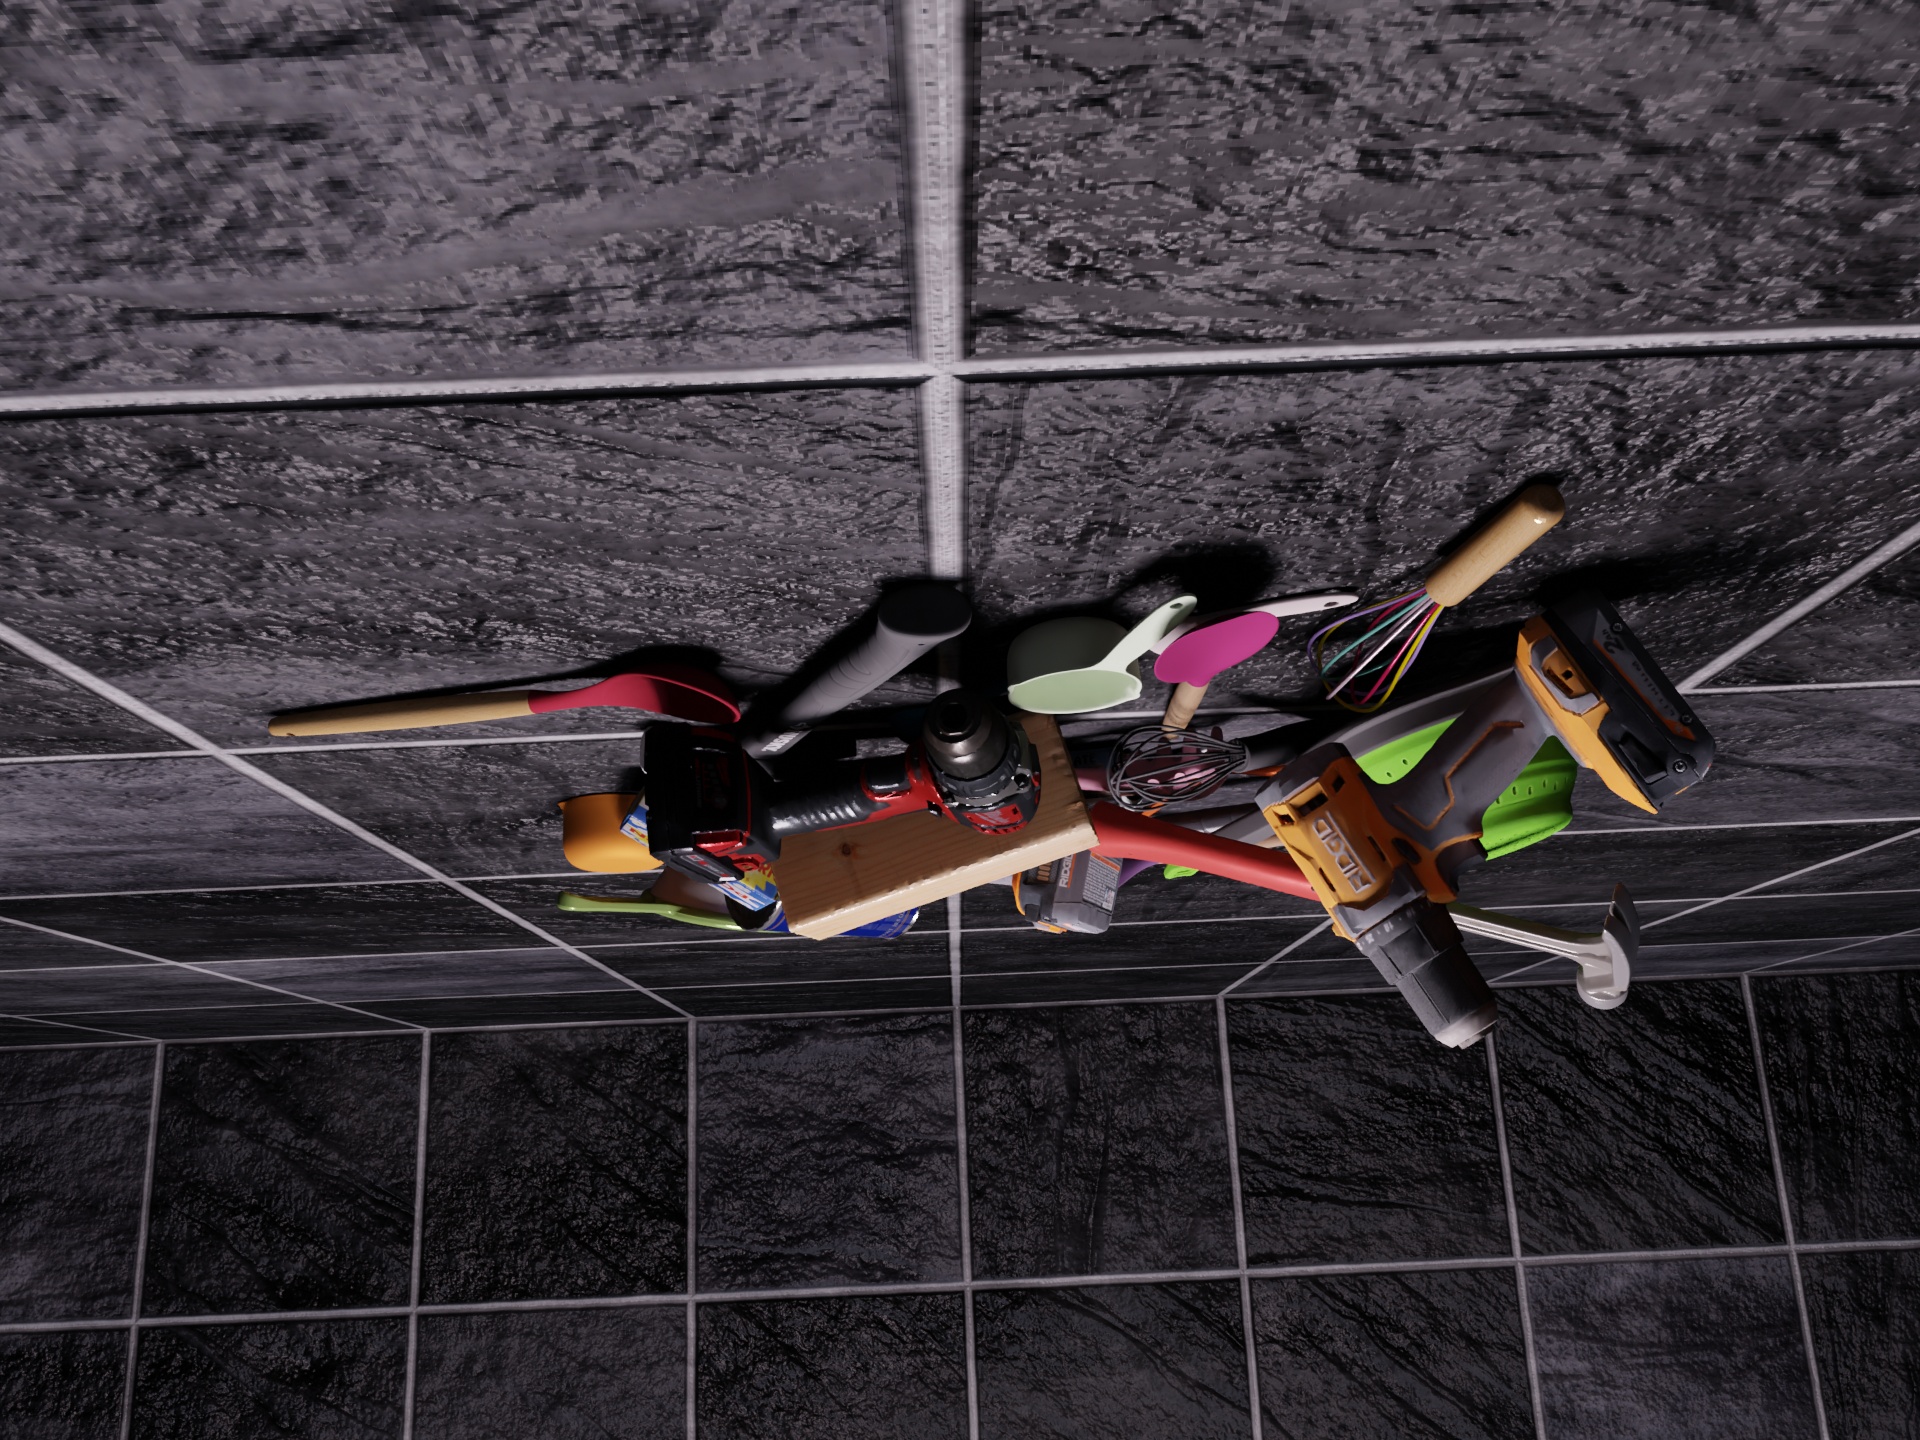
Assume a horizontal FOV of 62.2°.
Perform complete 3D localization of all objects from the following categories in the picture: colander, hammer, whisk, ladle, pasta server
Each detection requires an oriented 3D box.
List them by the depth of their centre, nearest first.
[{"bbox_3d":[0.248,-0.059,0.839,0.051,0.047,0.245,2,160,-12],"label":"whisk"},{"bbox_3d":[-0.079,-0.014,0.961,0.146,0.035,0.335,6,162,-26],"label":"hammer"},{"bbox_3d":[-0.282,-0.008,0.966,0.315,0.031,0.069,-5,155,14],"label":"ladle"},{"bbox_3d":[0.244,0.104,1.024,0.359,0.037,0.149,13,159,28],"label":"hammer"},{"bbox_3d":[0.182,0.020,1.050,0.239,0.055,0.055,-8,171,-41],"label":"whisk"},{"bbox_3d":[0.282,0.073,1.086,0.204,0.095,0.397,-4,159,-36],"label":"colander"},{"bbox_3d":[0.041,0.035,1.142,0.316,0.060,0.040,0,121,16],"label":"pasta server"},{"bbox_3d":[0.272,0.070,1.272,0.409,0.036,0.149,-11,164,18],"label":"hammer"}]

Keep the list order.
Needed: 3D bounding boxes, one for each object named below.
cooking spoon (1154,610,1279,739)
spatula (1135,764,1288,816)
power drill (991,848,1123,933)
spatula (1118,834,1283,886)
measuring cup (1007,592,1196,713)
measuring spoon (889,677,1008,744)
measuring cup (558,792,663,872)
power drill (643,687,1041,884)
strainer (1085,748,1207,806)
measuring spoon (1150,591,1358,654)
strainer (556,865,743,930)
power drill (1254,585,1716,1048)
[{"bbox_3d":[0.138,-0.022,0.948,0.069,0.017,0.318,-18,169,-1],"label":"cooking spoon"},{"bbox_3d":[0.270,0.040,1.193,0.322,0.041,0.081,-9,-176,18],"label":"spatula"},{"bbox_3d":[-0.006,0.098,1.187,0.226,0.084,0.164,9,171,20],"label":"power drill"},{"bbox_3d":[0.193,0.114,1.402,0.315,0.060,0.018,-5,147,-28],"label":"spatula"},{"bbox_3d":[0.081,-0.048,0.866,0.083,0.038,0.167,4,159,-23],"label":"measuring cup"},{"bbox_3d":[-0.002,-0.003,1.029,0.042,0.021,0.128,8,162,-34],"label":"measuring spoon"},{"bbox_3d":[-0.290,0.105,1.313,0.095,0.052,0.173,4,161,-22],"label":"measuring cup"},{"bbox_3d":[-0.068,0.033,0.930,0.226,0.080,0.187,-8,164,7],"label":"power drill"},{"bbox_3d":[0.090,0.061,1.242,0.258,0.050,0.086,-20,114,33],"label":"strainer"},{"bbox_3d":[0.160,-0.053,0.885,0.124,0.018,0.034,-10,163,23],"label":"measuring spoon"},{"bbox_3d":[-0.236,0.134,1.366,0.151,0.069,0.256,10,180,39],"label":"strainer"},{"bbox_3d":[0.302,0.057,0.884,0.226,0.185,0.084,-37,161,19],"label":"power drill"}]
